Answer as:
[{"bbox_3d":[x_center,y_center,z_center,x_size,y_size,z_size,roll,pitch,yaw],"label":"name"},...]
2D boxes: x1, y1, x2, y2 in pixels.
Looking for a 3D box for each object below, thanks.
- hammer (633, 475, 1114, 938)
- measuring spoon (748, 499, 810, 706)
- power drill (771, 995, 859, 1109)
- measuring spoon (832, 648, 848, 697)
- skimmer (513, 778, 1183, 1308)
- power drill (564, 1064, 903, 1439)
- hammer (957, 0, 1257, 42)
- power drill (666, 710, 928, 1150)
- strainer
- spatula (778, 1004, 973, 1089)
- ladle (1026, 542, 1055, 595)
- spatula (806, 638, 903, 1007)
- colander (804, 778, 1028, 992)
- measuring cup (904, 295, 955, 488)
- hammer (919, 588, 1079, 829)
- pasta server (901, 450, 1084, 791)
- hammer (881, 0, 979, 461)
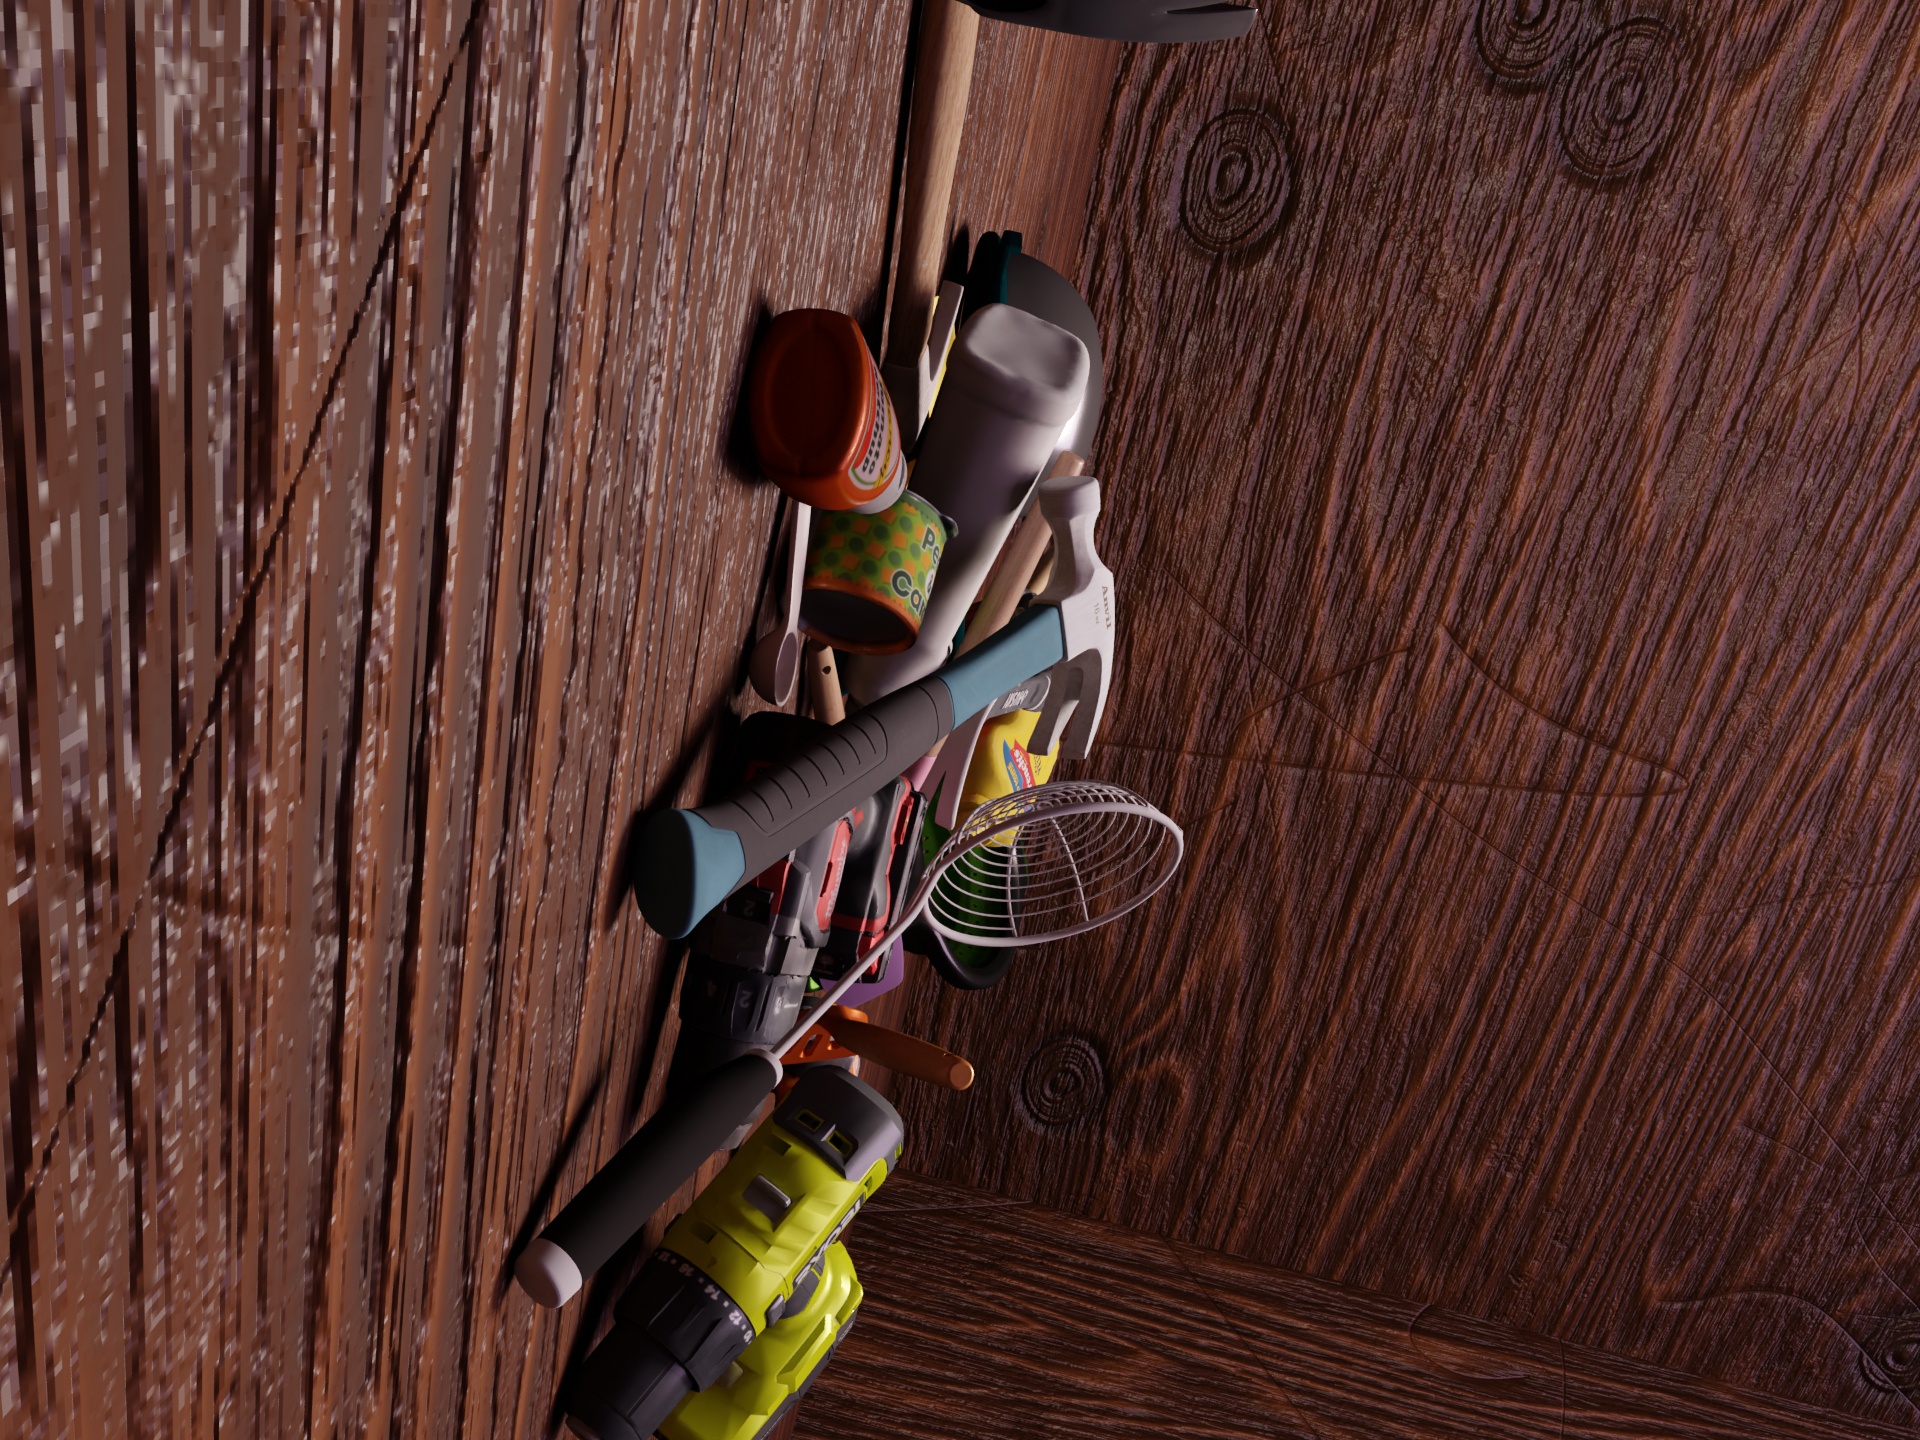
[{"bbox_3d":[-0.019,-0.003,0.677,0.331,0.033,0.128,-35,122,-50],"label":"hammer"},{"bbox_3d":[-0.077,-0.068,0.683,0.034,0.018,0.124,-18,115,-81],"label":"measuring spoon"},{"bbox_3d":[-0.114,0.292,1.029,0.164,0.084,0.227,96,4,-66],"label":"power drill"},{"bbox_3d":[-0.072,-0.002,0.959,0.128,0.021,0.042,98,6,-49],"label":"measuring spoon"},{"bbox_3d":[-0.025,0.128,0.657,0.363,0.090,0.127,-40,172,-48],"label":"skimmer"},{"bbox_3d":[-0.112,0.290,0.781,0.190,0.080,0.228,-47,161,-32],"label":"power drill"},{"bbox_3d":[0.061,-0.423,0.578,0.038,0.143,0.386,105,-5,-75],"label":"hammer"},{"bbox_3d":[-0.081,0.096,0.763,0.226,0.080,0.188,41,62,-84],"label":"power drill"},{"bbox_3d":[0.043,-0.168,1.132,0.211,0.095,0.340,-123,-143,-79],"label":"strainer"},{"bbox_3d":[-0.050,0.172,0.815,0.322,0.081,0.041,163,-76,-71],"label":"spatula"},{"bbox_3d":[-0.002,-0.002,1.066,0.320,0.062,0.078,-54,157,-17],"label":"ladle"},{"bbox_3d":[-0.068,0.073,0.940,0.018,0.060,0.315,51,-25,40],"label":"spatula"},{"bbox_3d":[-0.060,0.132,1.206,0.397,0.094,0.204,-25,103,-67],"label":"colander"},{"bbox_3d":[-0.019,-0.192,1.020,0.029,0.062,0.156,26,-60,57],"label":"measuring cup"},{"bbox_3d":[0.047,-0.014,1.103,0.149,0.036,0.409,-64,171,7],"label":"hammer"},{"bbox_3d":[-0.001,-0.003,0.880,0.060,0.040,0.316,-78,-166,-68],"label":"pasta server"},{"bbox_3d":[-0.012,-0.275,0.756,0.130,0.031,0.331,-73,175,-47],"label":"hammer"}]
